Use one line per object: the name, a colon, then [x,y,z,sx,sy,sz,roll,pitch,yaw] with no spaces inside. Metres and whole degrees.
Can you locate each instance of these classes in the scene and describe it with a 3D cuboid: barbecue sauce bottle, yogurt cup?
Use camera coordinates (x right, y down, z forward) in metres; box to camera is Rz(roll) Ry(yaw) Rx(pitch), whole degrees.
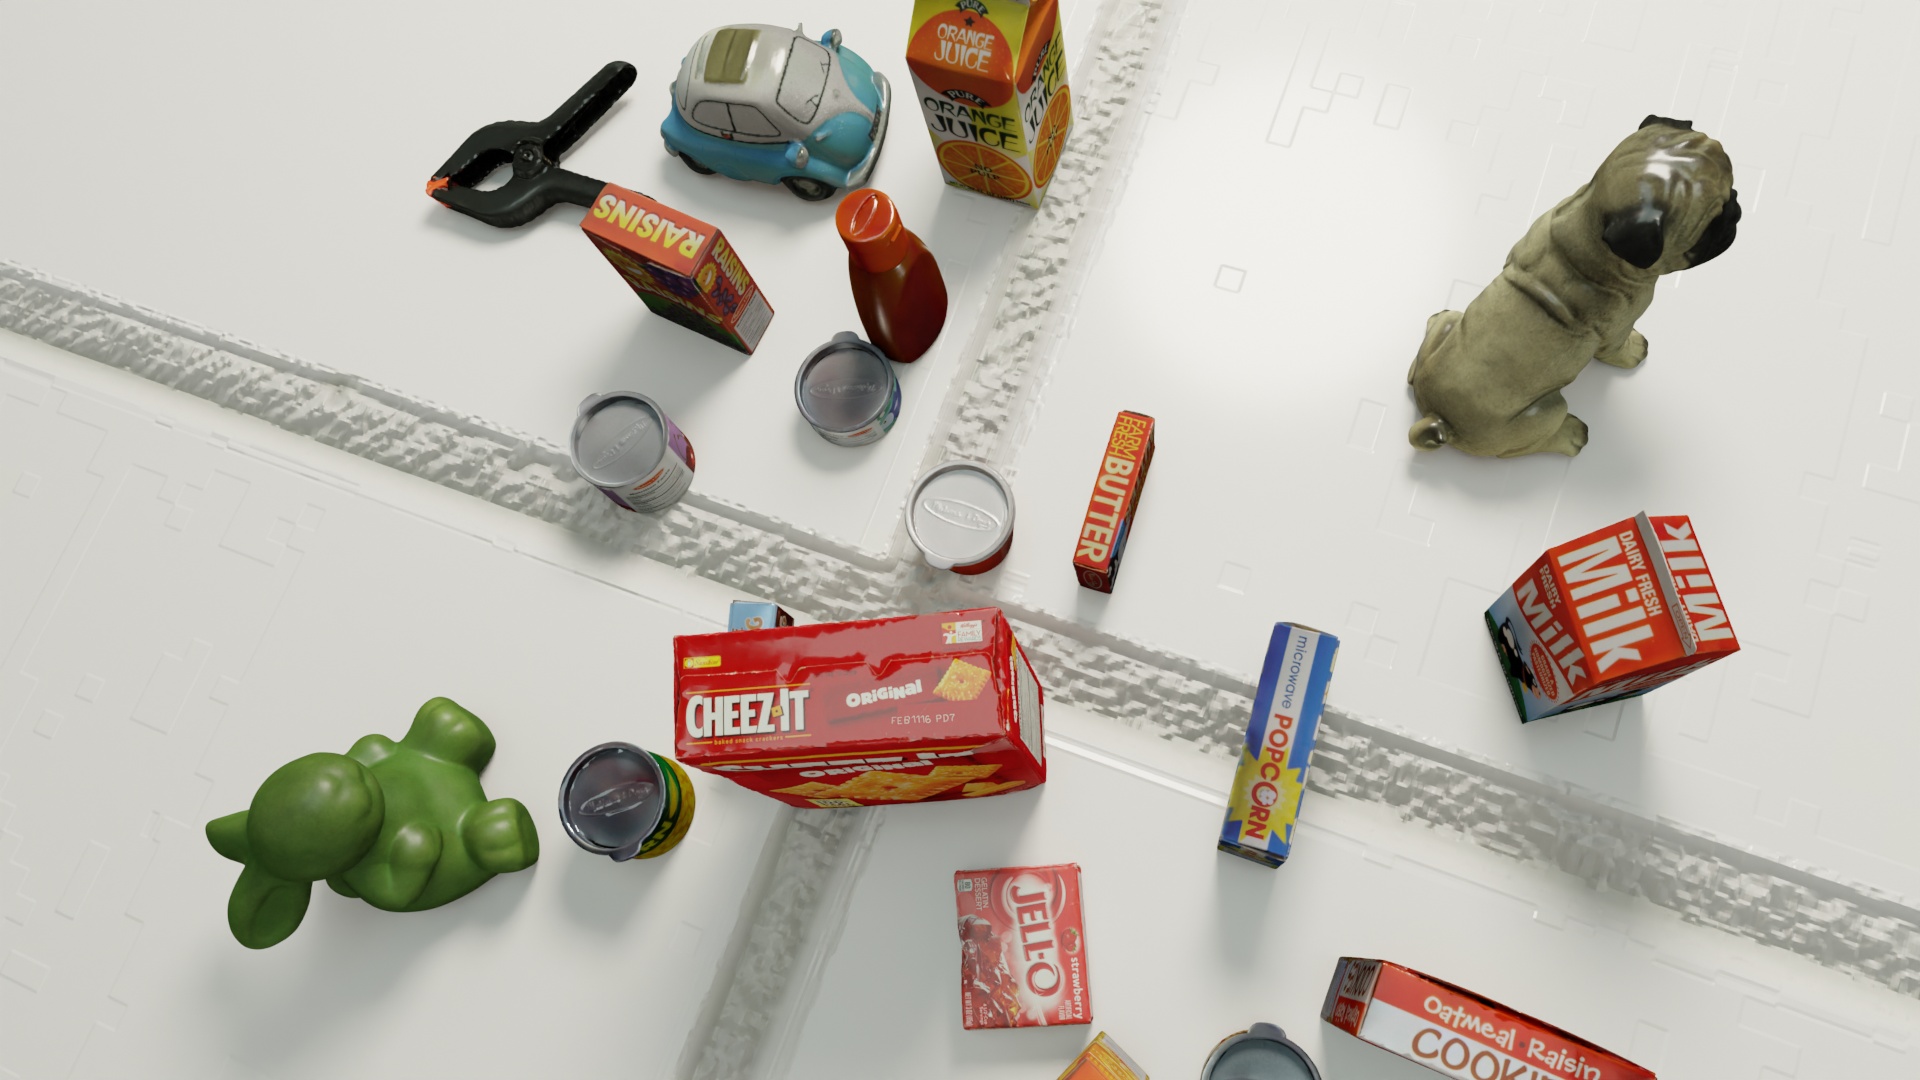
barbecue sauce bottle: [-0.043,-0.167,0.867,0.044,0.148,0.065,24,79,14]
yogurt cup: [0.003,-0.011,0.864,0.072,0.054,0.072,-2,74,8]

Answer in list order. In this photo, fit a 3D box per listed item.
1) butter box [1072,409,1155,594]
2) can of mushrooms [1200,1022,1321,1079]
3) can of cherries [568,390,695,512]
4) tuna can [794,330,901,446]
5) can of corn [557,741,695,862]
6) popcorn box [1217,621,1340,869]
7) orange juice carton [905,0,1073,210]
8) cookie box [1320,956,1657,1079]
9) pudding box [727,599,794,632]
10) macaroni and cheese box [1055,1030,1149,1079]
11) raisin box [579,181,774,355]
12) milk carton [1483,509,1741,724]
butter box: [0.095,-0.024,0.854,0.024,0.053,0.104,15,77,13]
can of mushrooms: [0.164,0.299,0.758,0.071,0.033,0.071,-2,73,8]
can of cherries: [-0.214,-0.059,0.908,0.071,0.058,0.071,-2,74,8]
tuna can: [-0.073,-0.099,0.912,0.071,0.032,0.071,-2,73,8]
can of corn: [-0.200,0.161,0.841,0.071,0.058,0.071,-2,74,8]
popcorn box: [0.178,0.116,0.783,0.038,0.085,0.127,14,77,12]
orange juice carton: [0.020,-0.293,0.872,0.072,0.192,0.073,19,78,14]
cookie box: [0.252,0.248,0.690,0.123,0.167,0.040,20,78,14]
pudding box: [-0.126,0.082,0.858,0.030,0.049,0.084,1,74,9]
macaroni and cheese box: [0.040,0.313,0.703,0.040,0.166,0.124,41,84,17]
raisin box: [-0.181,-0.174,0.903,0.086,0.123,0.040,26,80,15]
milk carton: [0.339,0.042,0.725,0.073,0.190,0.072,-15,73,4]
